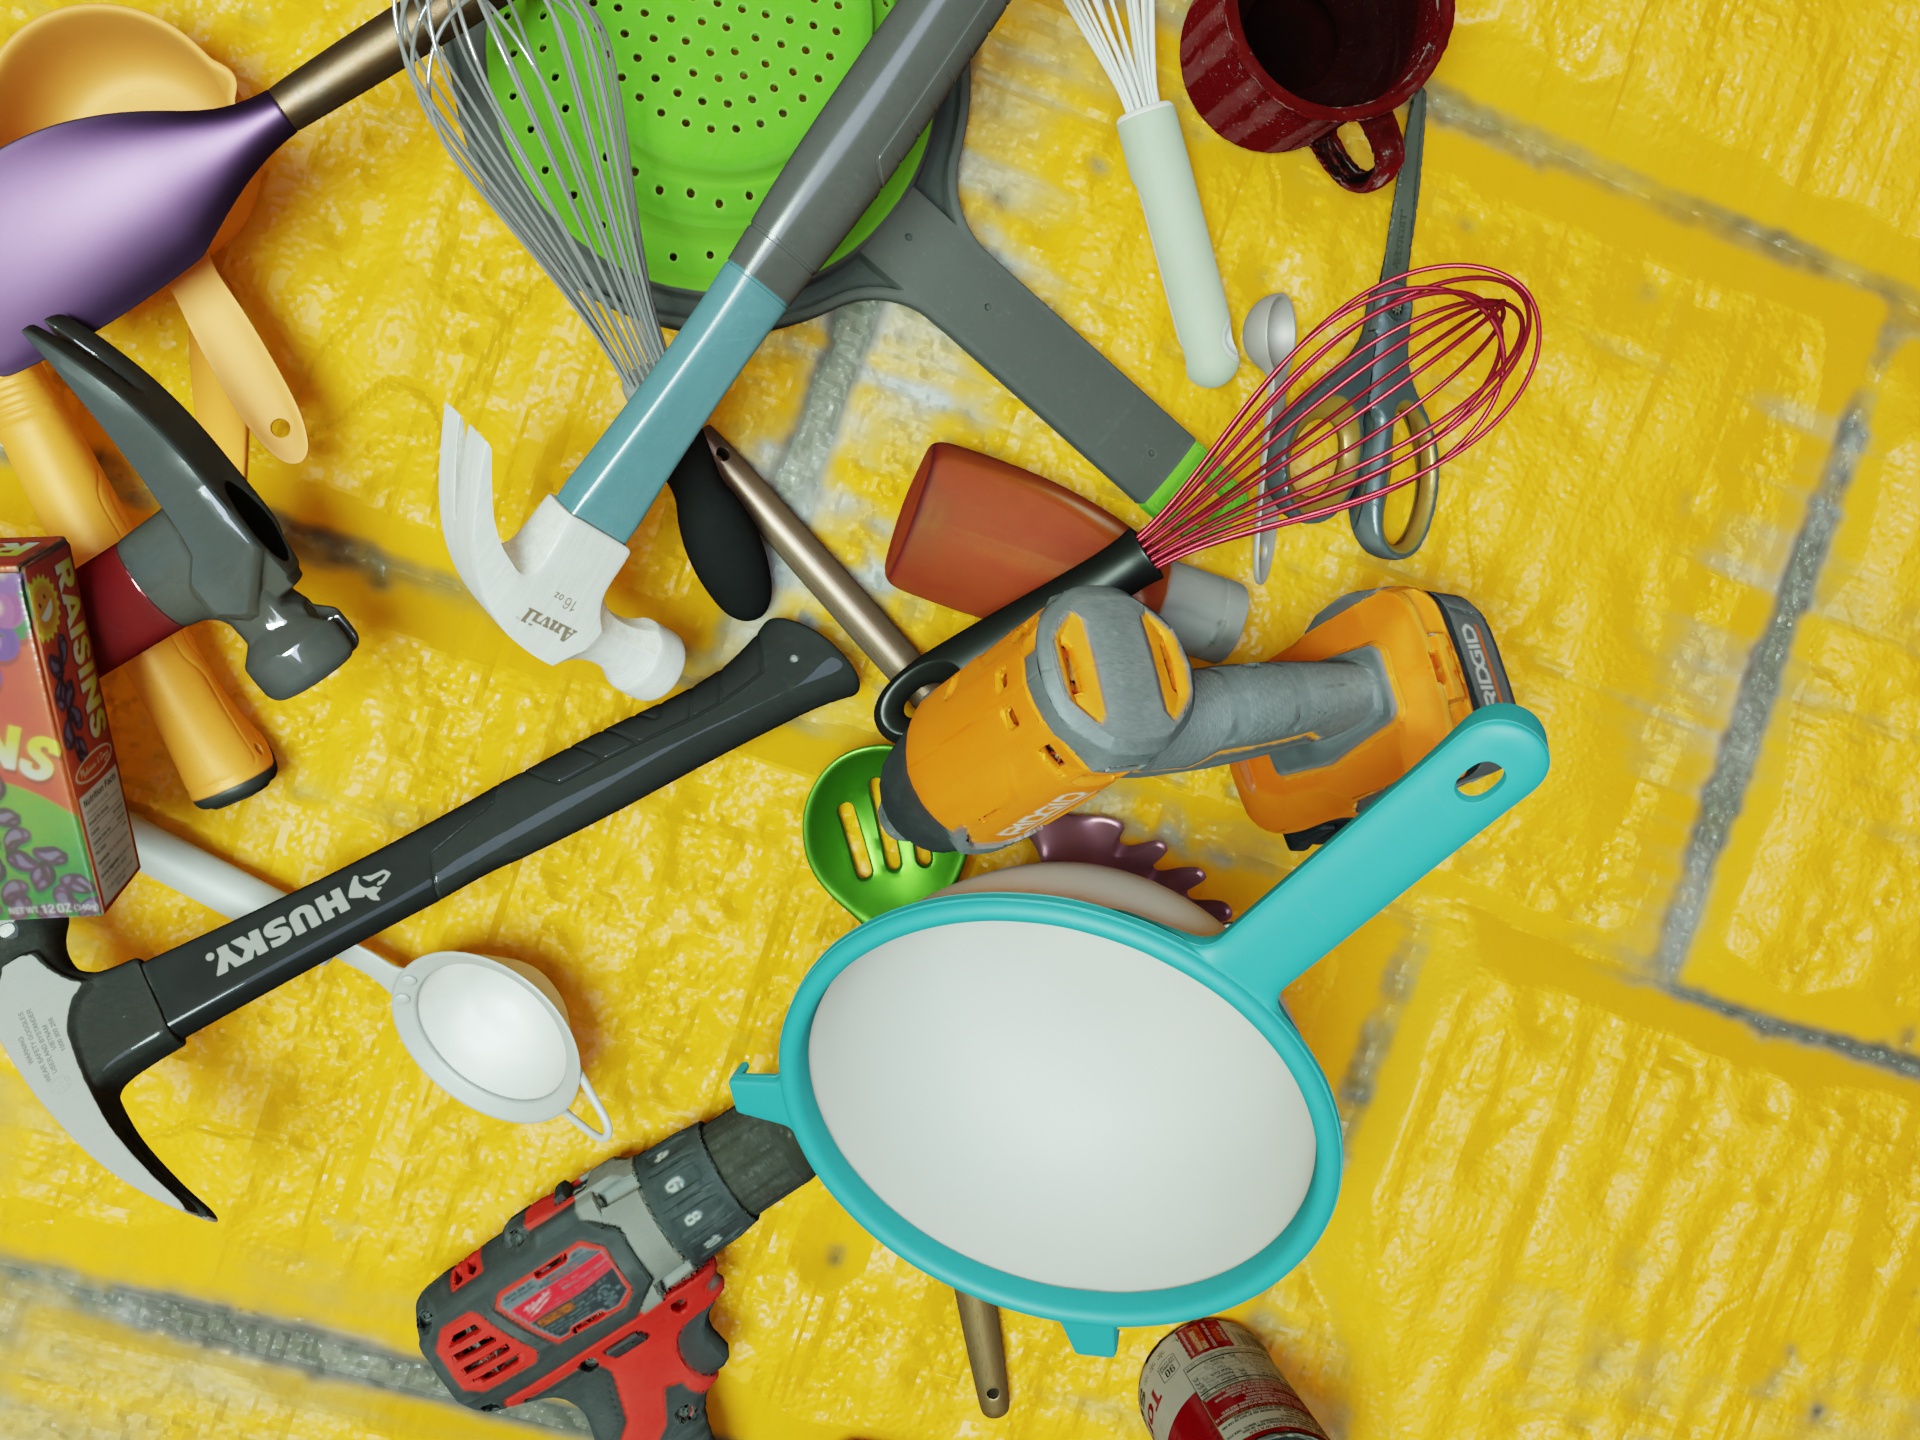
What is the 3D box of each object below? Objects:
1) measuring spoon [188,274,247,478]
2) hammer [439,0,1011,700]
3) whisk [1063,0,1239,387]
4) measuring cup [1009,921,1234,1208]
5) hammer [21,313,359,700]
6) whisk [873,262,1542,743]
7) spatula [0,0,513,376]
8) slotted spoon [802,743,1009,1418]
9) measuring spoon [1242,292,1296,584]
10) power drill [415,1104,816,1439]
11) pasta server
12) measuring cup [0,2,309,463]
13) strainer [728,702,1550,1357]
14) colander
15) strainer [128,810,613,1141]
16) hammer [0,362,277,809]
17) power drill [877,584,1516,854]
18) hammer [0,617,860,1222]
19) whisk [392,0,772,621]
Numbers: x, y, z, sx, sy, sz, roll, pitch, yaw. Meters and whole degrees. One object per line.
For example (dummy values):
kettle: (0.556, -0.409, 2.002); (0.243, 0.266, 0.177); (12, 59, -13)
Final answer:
measuring spoon: (-0.290, -0.116, 0.622); (0.021, 0.011, 0.117); (-1, 96, -9)
hammer: (-0.061, -0.161, 0.549); (0.331, 0.033, 0.128); (-54, 141, 5)
whisk: (0.073, -0.257, 0.653); (0.059, 0.058, 0.246); (-12, 103, 27)
measuring cup: (0.080, 0.163, 0.698); (0.083, 0.038, 0.167); (33, 92, -11)
hammer: (-0.414, 0.014, 0.559); (0.386, 0.038, 0.143); (-29, 113, 6)
whisk: (0.088, -0.076, 0.612); (0.296, 0.073, 0.073); (-34, 101, 12)
spatula: (-0.205, -0.219, 0.528); (0.316, 0.018, 0.059); (-33, 117, -3)
slotted spoon: (-0.011, 0.160, 0.691); (0.070, 0.031, 0.313); (-10, 100, -2)
measuring spoon: (0.128, -0.121, 0.687); (0.018, 0.034, 0.124); (9, 103, 31)
power drill: (-0.092, 0.278, 0.668); (0.188, 0.080, 0.226); (-32, 97, -5)
pasta server: (-0.001, -0.002, 0.669); (0.316, 0.040, 0.060); (48, 67, -9)
measuring cup: (-0.288, -0.175, 0.598); (0.095, 0.052, 0.173); (-27, 102, -5)
strainer: (0.079, 0.089, 0.583); (0.211, 0.095, 0.340); (38, 123, -7)
colander: (-0.030, -0.203, 0.613); (0.397, 0.094, 0.204); (39, 89, -11)
strainer: (-0.246, 0.090, 0.638); (0.258, 0.050, 0.086); (29, 124, -6)
hammer: (-0.340, -0.119, 0.571); (0.034, 0.127, 0.336); (-23, 105, -5)
power drill: (0.083, 0.008, 0.614); (0.226, 0.164, 0.084); (-2, 70, -32)
hammer: (-0.188, 0.053, 0.610); (0.335, 0.035, 0.146); (-28, 73, -17)
whisk: (-0.120, -0.145, 0.571); (0.070, 0.070, 0.284); (-25, 132, -6)
